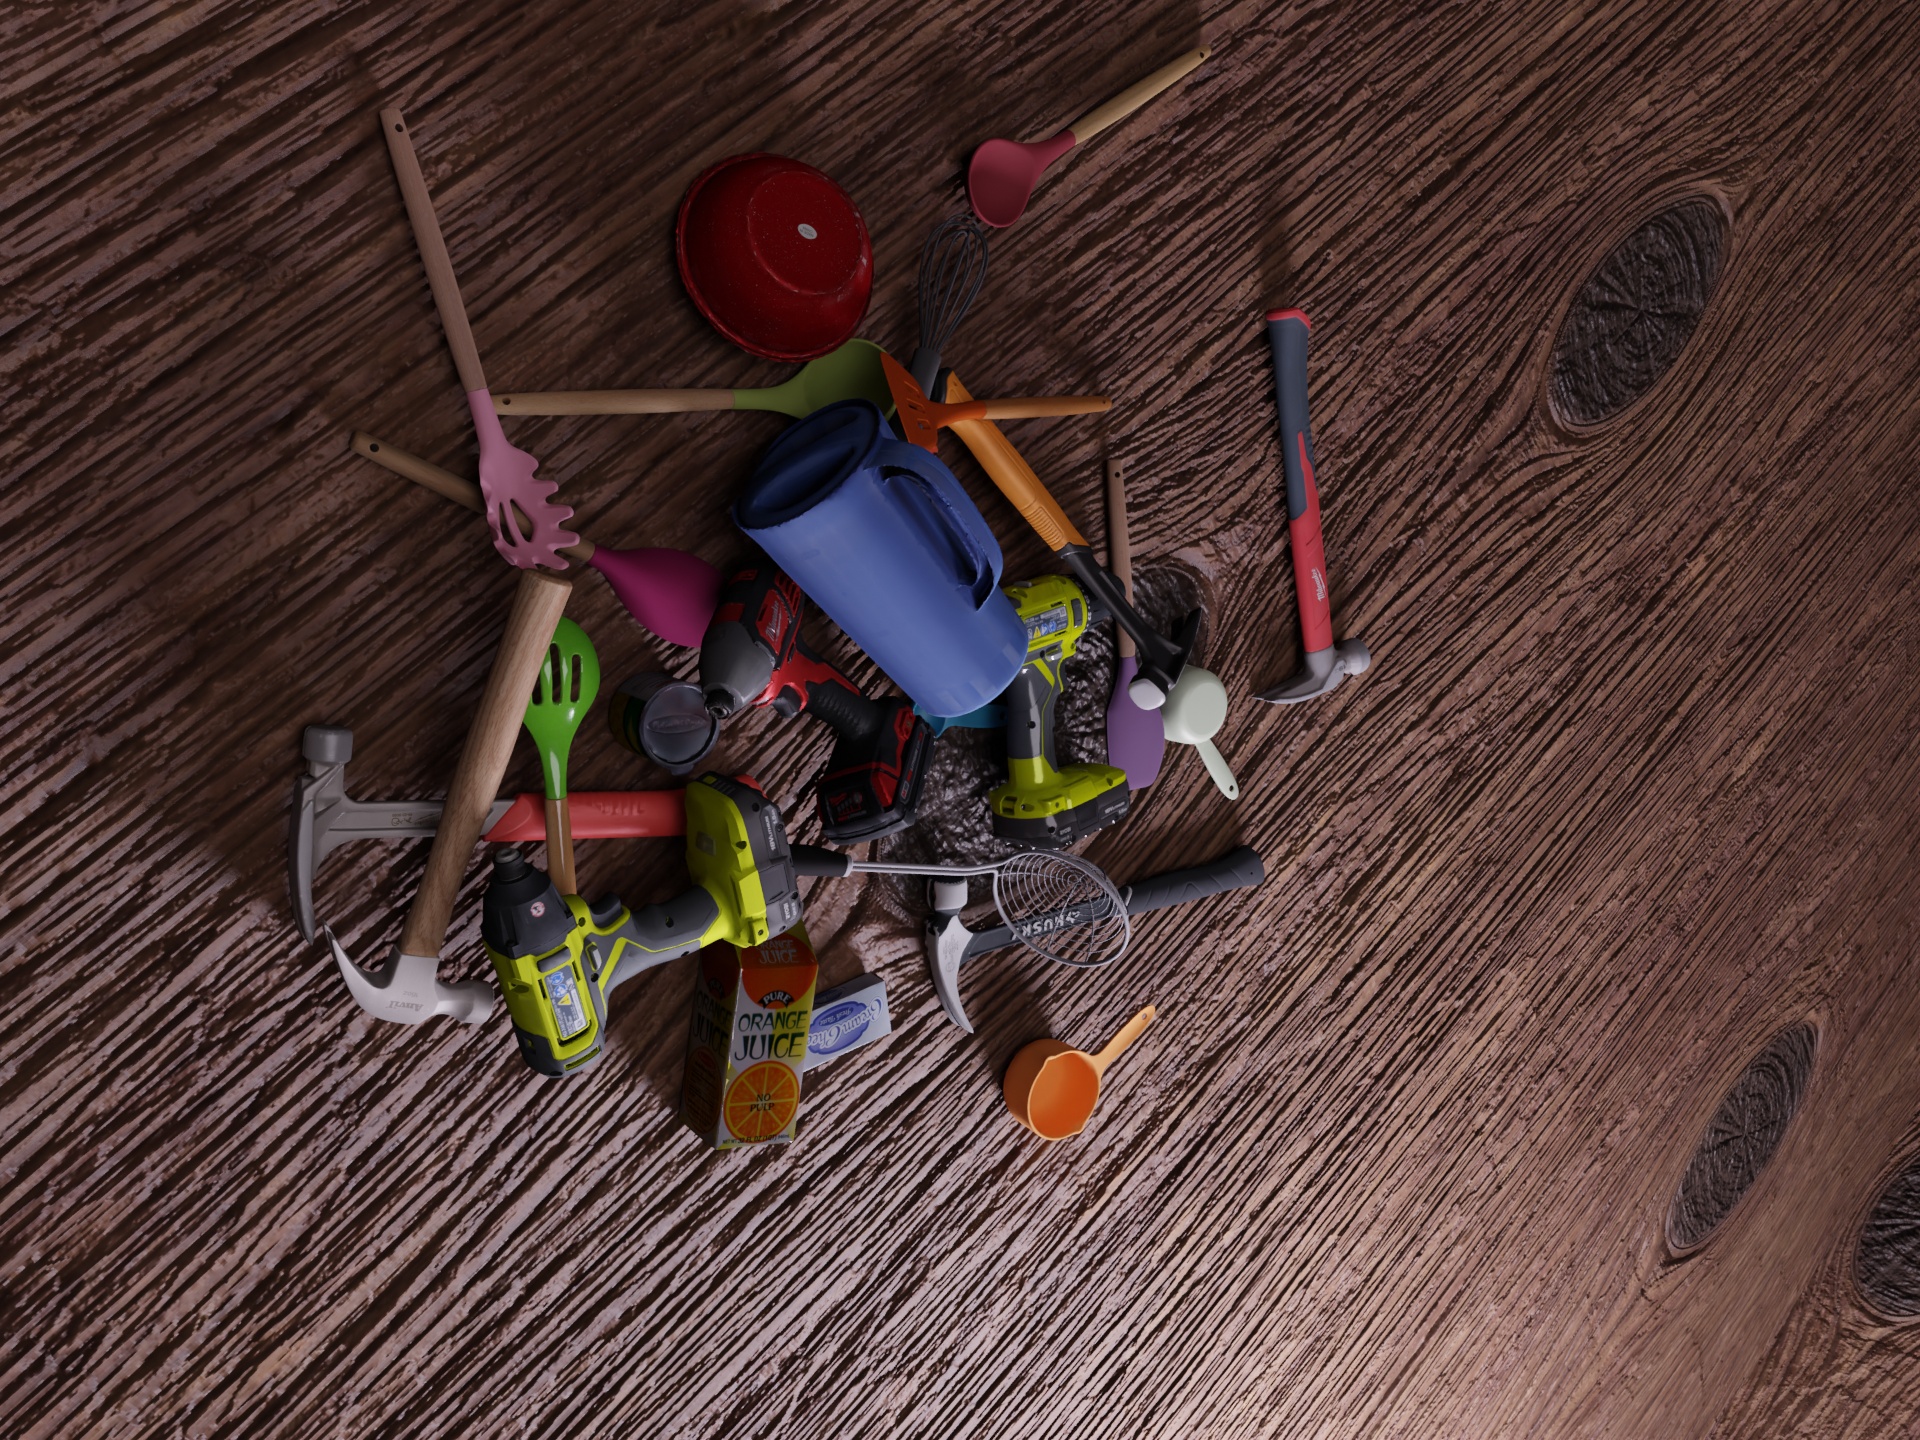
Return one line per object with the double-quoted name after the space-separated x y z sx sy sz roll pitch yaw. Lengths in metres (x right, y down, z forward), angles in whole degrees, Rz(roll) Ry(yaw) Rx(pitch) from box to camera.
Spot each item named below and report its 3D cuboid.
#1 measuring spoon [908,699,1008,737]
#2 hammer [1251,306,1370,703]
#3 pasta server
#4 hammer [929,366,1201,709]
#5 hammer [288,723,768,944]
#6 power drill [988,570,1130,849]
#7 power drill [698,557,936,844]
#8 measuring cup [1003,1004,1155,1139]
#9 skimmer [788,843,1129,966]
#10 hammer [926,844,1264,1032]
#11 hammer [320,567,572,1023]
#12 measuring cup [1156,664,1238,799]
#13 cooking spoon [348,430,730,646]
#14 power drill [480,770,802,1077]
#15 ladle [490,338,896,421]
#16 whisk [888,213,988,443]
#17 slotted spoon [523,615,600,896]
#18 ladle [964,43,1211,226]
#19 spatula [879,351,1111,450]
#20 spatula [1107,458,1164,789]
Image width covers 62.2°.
-0.002 -0.004 1.393 0.128 0.021 0.042 -1 97 -45 "measuring spoon"
0.327 -0.209 1.570 0.143 0.038 0.386 -22 112 -29 "hammer"
-0.331 -0.251 1.072 0.060 0.040 0.316 -26 109 -40 "pasta server"
0.086 -0.167 1.361 0.336 0.034 0.127 48 44 -18 "hammer"
-0.304 0.080 1.176 0.359 0.037 0.149 1 99 -36 "hammer"
0.087 -0.017 1.412 0.190 0.080 0.228 -21 109 -41 "power drill"
-0.118 -0.007 1.236 0.219 0.078 0.143 49 38 -32 "power drill"
0.113 0.322 1.519 0.173 0.052 0.095 -38 119 -26 "measuring cup"
-0.034 0.148 1.316 0.363 0.127 0.090 6 52 -23 "skimmer"
0.140 0.182 1.519 0.408 0.036 0.149 -10 106 -34 "hammer"
-0.338 0.054 1.088 0.130 0.031 0.331 14 100 -41 "hammer"
0.246 0.019 1.557 0.083 0.038 0.167 -45 120 -20 "measuring cup"
-0.290 -0.132 1.151 0.318 0.017 0.069 26 83 -37 "cooking spoon"
-0.232 0.133 1.150 0.223 0.080 0.171 -28 122 -35 "power drill"
-0.191 -0.243 1.179 0.320 0.062 0.078 -9 79 -31 "ladle"
-0.028 -0.294 1.274 0.055 0.055 0.239 22 81 -37 "whisk"
-0.288 0.080 1.149 0.070 0.031 0.313 -7 105 -27 "slotted spoon"
0.111 -0.510 1.358 0.315 0.031 0.069 -40 122 -25 "ladle"
0.037 -0.258 1.299 0.322 0.041 0.081 -16 87 -50 "spatula"
0.156 -0.086 1.482 0.059 0.018 0.315 -11 107 -16 "spatula"
